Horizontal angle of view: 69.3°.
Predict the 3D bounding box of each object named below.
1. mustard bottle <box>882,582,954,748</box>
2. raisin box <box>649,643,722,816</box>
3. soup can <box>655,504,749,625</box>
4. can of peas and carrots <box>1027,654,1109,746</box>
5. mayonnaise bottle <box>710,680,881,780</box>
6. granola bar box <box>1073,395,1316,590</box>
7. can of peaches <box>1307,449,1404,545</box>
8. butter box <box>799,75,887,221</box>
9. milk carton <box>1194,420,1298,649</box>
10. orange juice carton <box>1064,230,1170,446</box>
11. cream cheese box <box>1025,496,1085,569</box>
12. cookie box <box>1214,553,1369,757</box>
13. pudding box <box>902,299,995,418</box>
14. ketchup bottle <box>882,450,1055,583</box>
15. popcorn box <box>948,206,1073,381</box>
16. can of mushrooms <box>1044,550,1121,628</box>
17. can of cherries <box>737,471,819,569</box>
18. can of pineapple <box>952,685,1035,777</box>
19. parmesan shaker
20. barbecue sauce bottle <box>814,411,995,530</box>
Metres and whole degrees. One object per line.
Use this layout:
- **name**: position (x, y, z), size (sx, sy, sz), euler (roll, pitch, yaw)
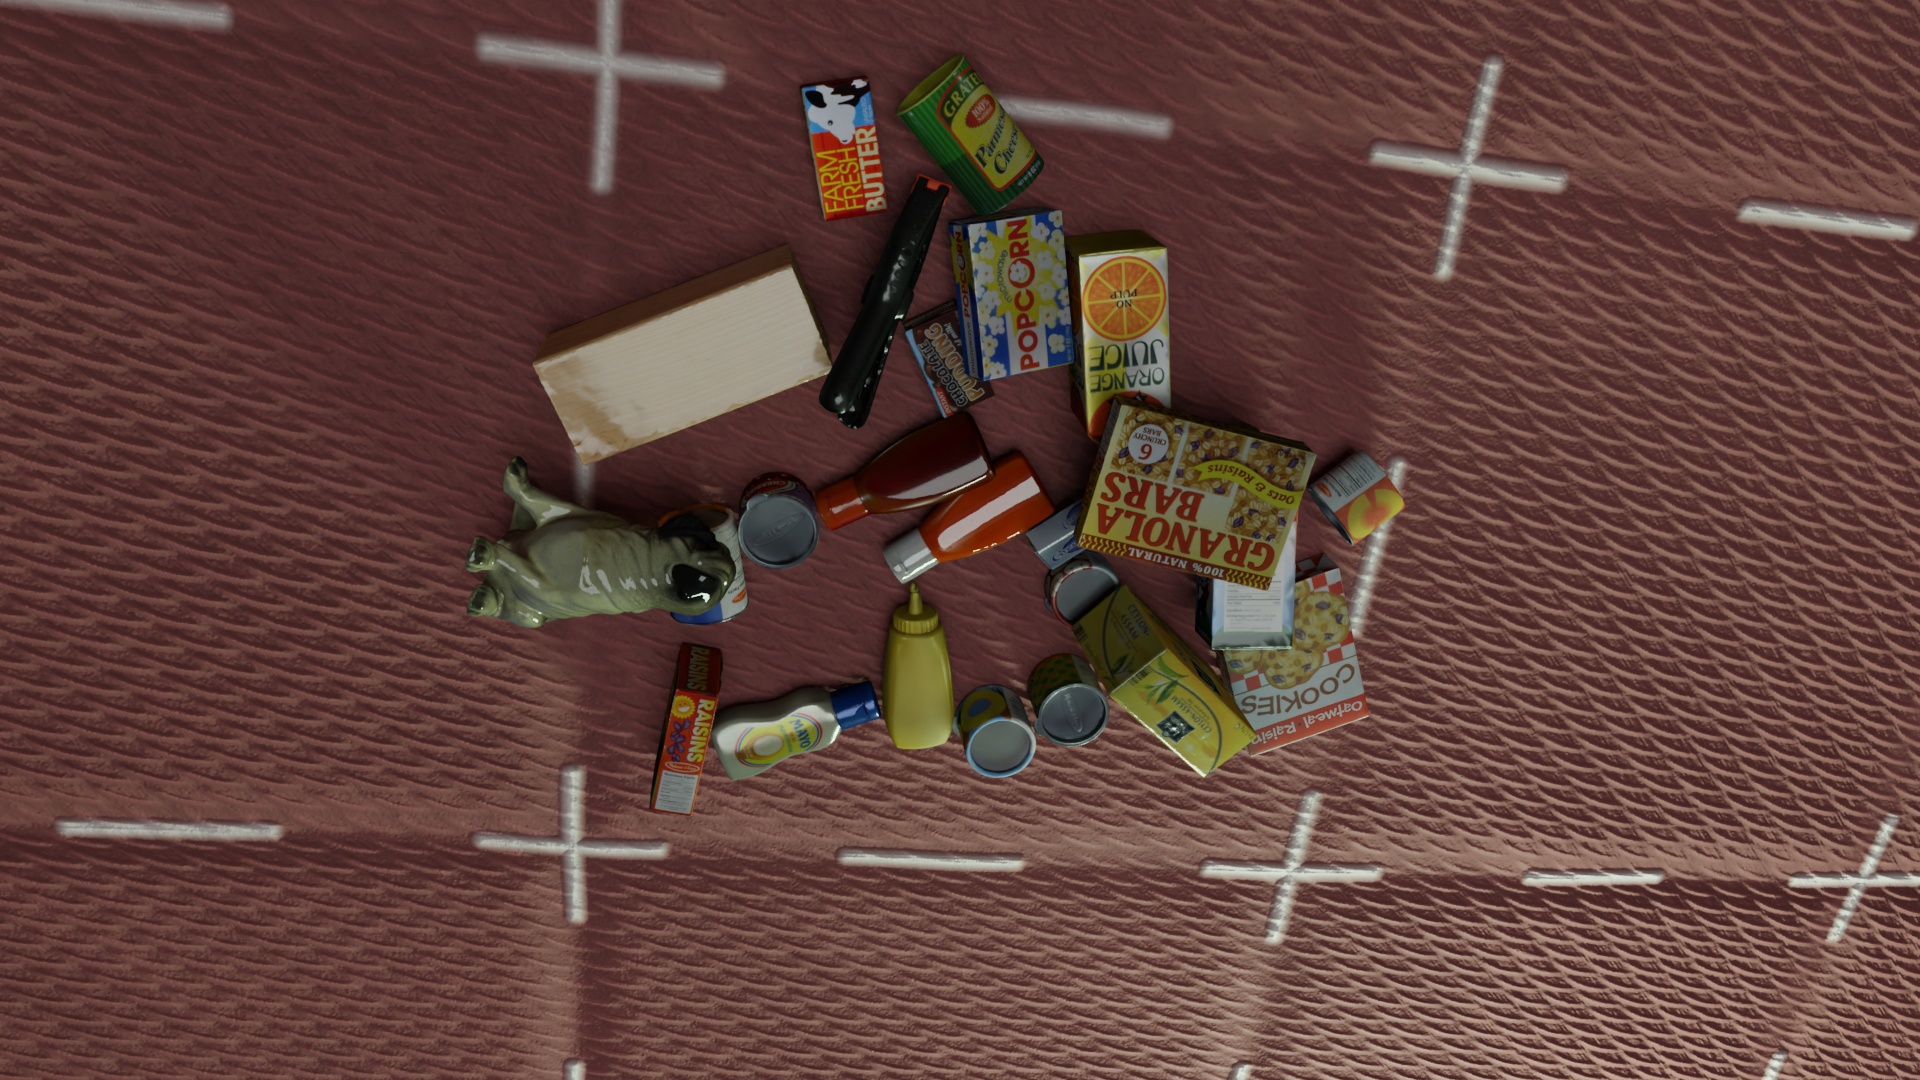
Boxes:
- **mustard bottle**: position (-0.038, 0.108, 1.243), size (0.065, 0.049, 0.159), euler (-4, 113, -10)
- **raisin box**: position (-0.239, 0.164, 1.213), size (0.040, 0.086, 0.123), euler (11, 111, -12)
- **soup can**: position (-0.219, 0.020, 1.166), size (0.071, 0.071, 0.083), euler (-8, 113, -6)
- **can of peas and carrots**: position (0.096, 0.147, 1.276), size (0.071, 0.059, 0.070), euler (-3, 114, -7)
- **mayonnaise bottle**: position (-0.147, 0.165, 1.253), size (0.148, 0.041, 0.064), euler (-18, 115, -1)
- **granola bar box**: position (0.188, -0.038, 1.131), size (0.166, 0.039, 0.123), euler (13, 106, -8)
- **can of peaches**: position (0.353, -0.037, 1.237), size (0.058, 0.071, 0.071), euler (-38, 114, 7)
- **butter box**: position (-0.089, -0.302, 1.072), size (0.053, 0.024, 0.103), euler (-10, 114, -4)
- **milk carton**: position (0.248, -0.006, 1.207), size (0.073, 0.072, 0.190), euler (0, 100, -2)
- **orange juice carton**: position (0.129, -0.152, 1.146), size (0.073, 0.072, 0.191), euler (-8, 114, -5)
- **cream cheese box**: position (0.111, -0.016, 1.213), size (0.104, 0.024, 0.053), euler (-33, 155, 5)
- **cookie box**: position (0.306, 0.109, 1.306), size (0.123, 0.040, 0.166), euler (-19, 114, -1)
- **pudding box**: position (-0.010, -0.150, 1.147), size (0.050, 0.030, 0.083), euler (-23, 114, 2)
- **ketchup bottle**: position (0.004, -0.015, 1.199), size (0.149, 0.043, 0.064), euler (-31, 106, 5)
- **popcorn box**: position (0.041, -0.197, 1.112), size (0.085, 0.038, 0.126), euler (-14, 109, -22)
- **can of mushrooms**: position (0.109, 0.047, 1.249), size (0.071, 0.033, 0.070), euler (-4, 114, -9)
- **can of cherries**: position (-0.154, -0.020, 1.164), size (0.071, 0.058, 0.071), euler (-3, 114, -7)
- **can of pineapple**: position (0.031, 0.177, 1.278), size (0.071, 0.058, 0.070), euler (-3, 114, -8)
- **parmesan shaker**: position (0.010, -0.311, 1.064), size (0.071, 0.071, 0.103), euler (-39, 114, 8)
- **barbecue sauce bottle**: position (-0.049, -0.053, 1.170), size (0.148, 0.043, 0.065), euler (-23, 78, 6)
